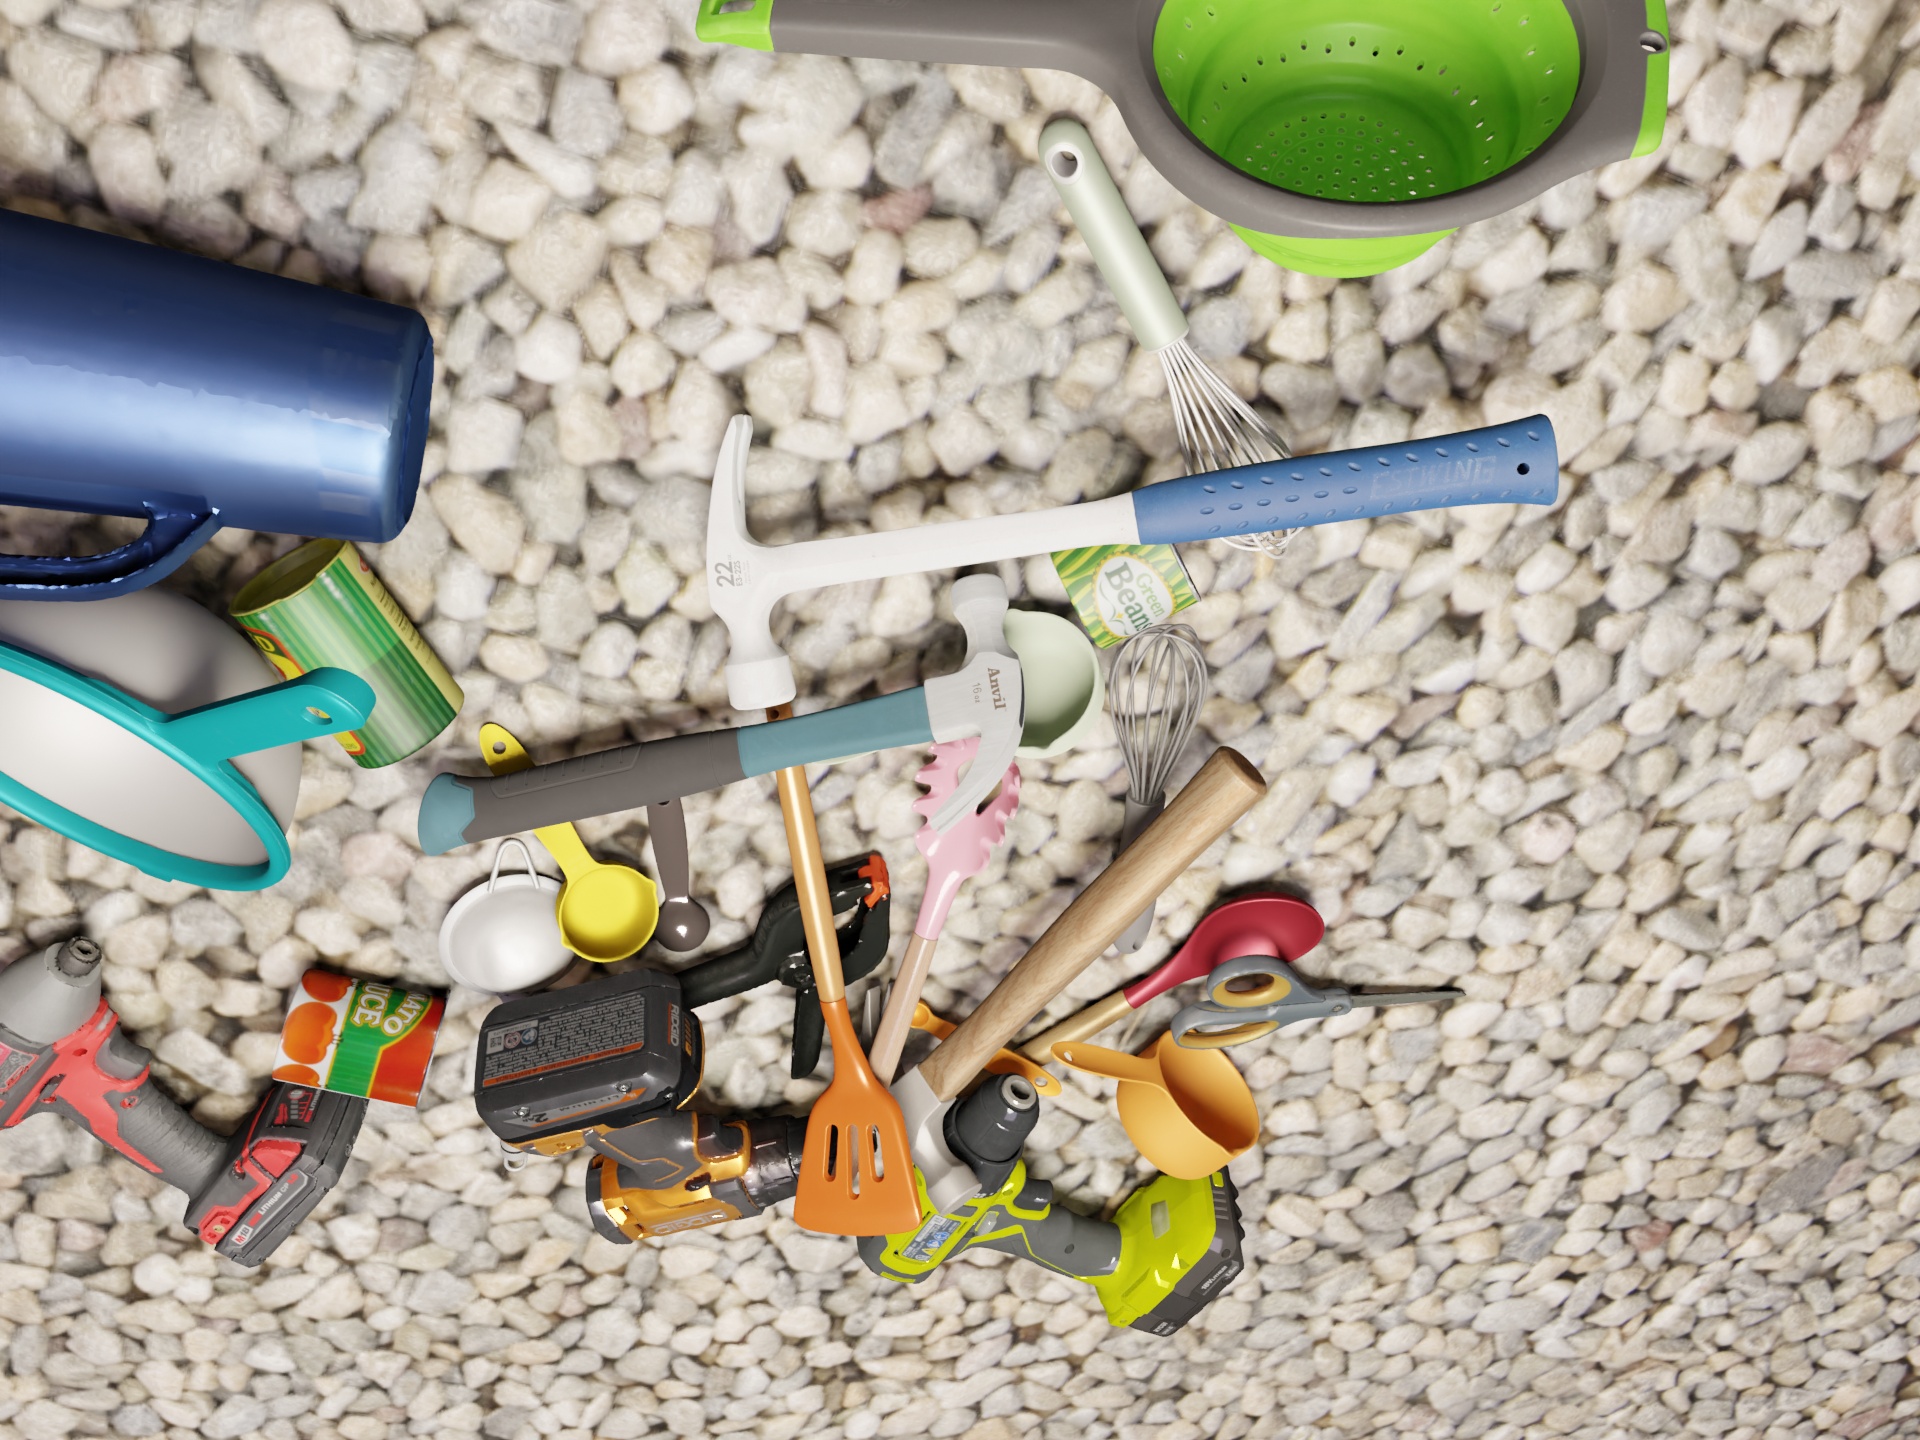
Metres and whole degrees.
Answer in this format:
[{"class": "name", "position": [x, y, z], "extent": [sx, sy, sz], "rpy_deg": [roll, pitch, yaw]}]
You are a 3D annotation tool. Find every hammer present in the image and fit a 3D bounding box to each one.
[{"class": "hammer", "position": [0.073, -0.101, 0.763], "extent": [0.405, 0.035, 0.144], "rpy_deg": [-7, 100, 8]}, {"class": "hammer", "position": [0.052, 0.136, 0.911], "extent": [0.331, 0.130, 0.031], "rpy_deg": [-50, 155, 24]}, {"class": "hammer", "position": [-0.127, 0.018, 0.836], "extent": [0.331, 0.128, 0.033], "rpy_deg": [-12, 163, 6]}]

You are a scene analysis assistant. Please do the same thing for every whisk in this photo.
[{"class": "whisk", "position": [0.105, 0.046, 0.910], "extent": [0.055, 0.055, 0.238], "rpy_deg": [-2, 126, -5]}, {"class": "whisk", "position": [0.105, -0.180, 0.774], "extent": [0.058, 0.059, 0.246], "rpy_deg": [-18, 119, 31]}]

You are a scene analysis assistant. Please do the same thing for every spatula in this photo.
[{"class": "spatula", "position": [-0.079, 0.138, 0.898], "extent": [0.081, 0.041, 0.322], "rpy_deg": [-5, 105, 18]}]

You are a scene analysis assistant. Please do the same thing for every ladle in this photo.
[{"class": "ladle", "position": [0.087, 0.191, 1.008], "extent": [0.315, 0.031, 0.069], "rpy_deg": [-33, 124, 16]}]

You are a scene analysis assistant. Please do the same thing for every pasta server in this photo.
[{"class": "pasta server", "position": [-0.031, 0.151, 0.925], "extent": [0.060, 0.040, 0.316], "rpy_deg": [22, 104, 11]}]

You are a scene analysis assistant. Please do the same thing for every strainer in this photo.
[{"class": "strainer", "position": [-0.267, 0.187, 0.960], "extent": [0.087, 0.050, 0.258], "rpy_deg": [-4, 126, -21]}, {"class": "strainer", "position": [-0.355, -0.017, 0.734], "extent": [0.340, 0.095, 0.210], "rpy_deg": [-9, 138, 38]}]

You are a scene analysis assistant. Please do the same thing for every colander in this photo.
[{"class": "colander", "position": [0.086, -0.268, 0.688], "extent": [0.397, 0.205, 0.094], "rpy_deg": [7, 157, 8]}]

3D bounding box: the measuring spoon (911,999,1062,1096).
[{"class": "measuring spoon", "position": [0.014, 0.206, 1.005], "extent": [0.117, 0.011, 0.021], "rpy_deg": [30, 116, -8]}]

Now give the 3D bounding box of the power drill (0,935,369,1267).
[{"class": "power drill", "position": [-0.473, 0.218, 0.936], "extent": [0.219, 0.079, 0.143], "rpy_deg": [36, 111, -21]}]

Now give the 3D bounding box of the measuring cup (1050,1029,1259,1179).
[{"class": "measuring cup", "position": [0.108, 0.234, 0.989], "extent": [0.173, 0.095, 0.052], "rpy_deg": [21, 126, -33]}]

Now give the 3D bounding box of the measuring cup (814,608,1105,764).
[{"class": "measuring cup", "position": [-0.001, -0.003, 0.860], "extent": [0.167, 0.083, 0.038], "rpy_deg": [-19, 160, 13]}]

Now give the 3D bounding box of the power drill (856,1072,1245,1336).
[{"class": "power drill", "position": [0.067, 0.316, 1.041], "extent": [0.228, 0.080, 0.190], "rpy_deg": [20, 127, -17]}]

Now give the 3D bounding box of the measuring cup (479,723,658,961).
[{"class": "measuring cup", "position": [-0.227, 0.067, 0.899], "extent": [0.062, 0.029, 0.156], "rpy_deg": [-34, 108, -16]}]

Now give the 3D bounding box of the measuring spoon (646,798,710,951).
[{"class": "measuring spoon", "position": [-0.167, 0.087, 0.920], "extent": [0.034, 0.018, 0.124], "rpy_deg": [-4, 121, -4]}]

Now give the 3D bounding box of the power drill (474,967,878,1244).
[{"class": "power drill", "position": [-0.164, 0.237, 0.953], "extent": [0.185, 0.084, 0.226], "rpy_deg": [-15, 139, 7]}]
